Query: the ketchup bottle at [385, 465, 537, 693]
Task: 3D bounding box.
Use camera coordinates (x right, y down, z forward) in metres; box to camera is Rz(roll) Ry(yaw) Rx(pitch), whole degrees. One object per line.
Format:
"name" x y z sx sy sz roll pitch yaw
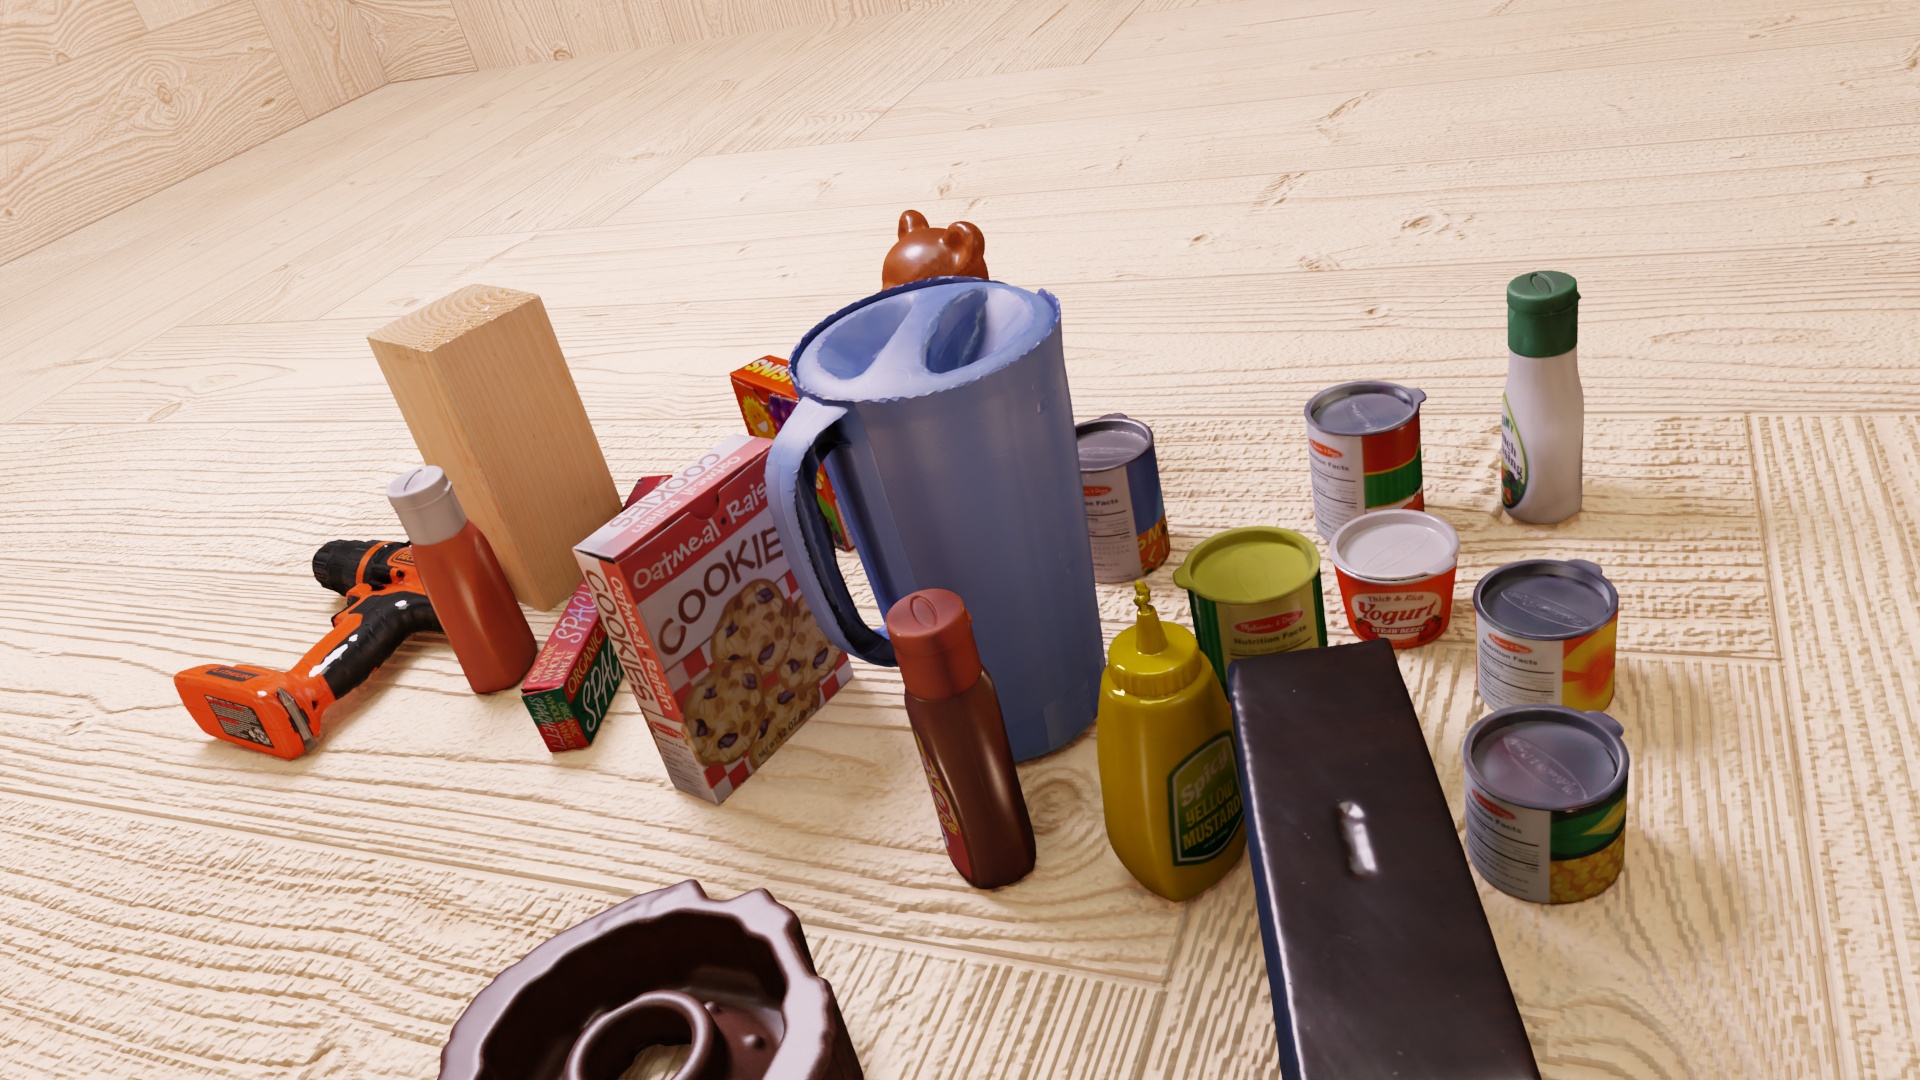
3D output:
"ketchup bottle" -0.320 0.024 0.892 0.043 0.148 0.065 -12 31 4

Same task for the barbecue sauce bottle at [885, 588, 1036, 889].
"barbecue sauce bottle" 0.000 0.092 0.656 0.044 0.147 0.065 -19 31 -8

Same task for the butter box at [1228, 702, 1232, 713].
"butter box" 0.144 0.105 0.669 0.103 0.053 0.024 1 34 23

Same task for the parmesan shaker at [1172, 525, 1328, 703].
"parmesan shaker" 0.149 0.053 0.702 0.071 0.102 0.071 -10 31 6

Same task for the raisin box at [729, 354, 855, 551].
"raisin box" -0.107 -0.061 0.968 0.040 0.122 0.086 -34 36 -29

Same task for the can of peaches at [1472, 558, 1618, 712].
"can of peaches" 0.293 0.050 0.693 0.071 0.057 0.071 -10 31 6

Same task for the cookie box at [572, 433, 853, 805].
"cookie box" -0.129 0.042 0.768 0.040 0.166 0.123 12 40 36

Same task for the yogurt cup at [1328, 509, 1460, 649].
"yogurt cup" 0.239 0.023 0.762 0.072 0.053 0.073 -10 31 6

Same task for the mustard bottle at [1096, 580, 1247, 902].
"mustard bottle" 0.091 0.087 0.617 0.065 0.159 0.049 -31 35 -26

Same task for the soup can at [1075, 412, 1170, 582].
"soup can" 0.095 -0.027 0.870 0.071 0.083 0.072 -10 31 6

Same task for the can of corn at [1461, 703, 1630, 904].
"can of corn" 0.257 0.114 0.606 0.071 0.058 0.071 -10 31 6

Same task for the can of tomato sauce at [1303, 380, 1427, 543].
"can of tomato sauce" 0.247 -0.046 0.841 0.071 0.082 0.071 -10 31 6

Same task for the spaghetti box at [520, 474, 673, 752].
"spaghetti box" -0.229 0.040 0.925 0.028 0.050 0.251 -8 32 11

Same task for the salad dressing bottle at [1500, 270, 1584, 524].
"salad dressing bottle" 0.335 -0.081 0.800 0.044 0.147 0.064 -7 32 12
